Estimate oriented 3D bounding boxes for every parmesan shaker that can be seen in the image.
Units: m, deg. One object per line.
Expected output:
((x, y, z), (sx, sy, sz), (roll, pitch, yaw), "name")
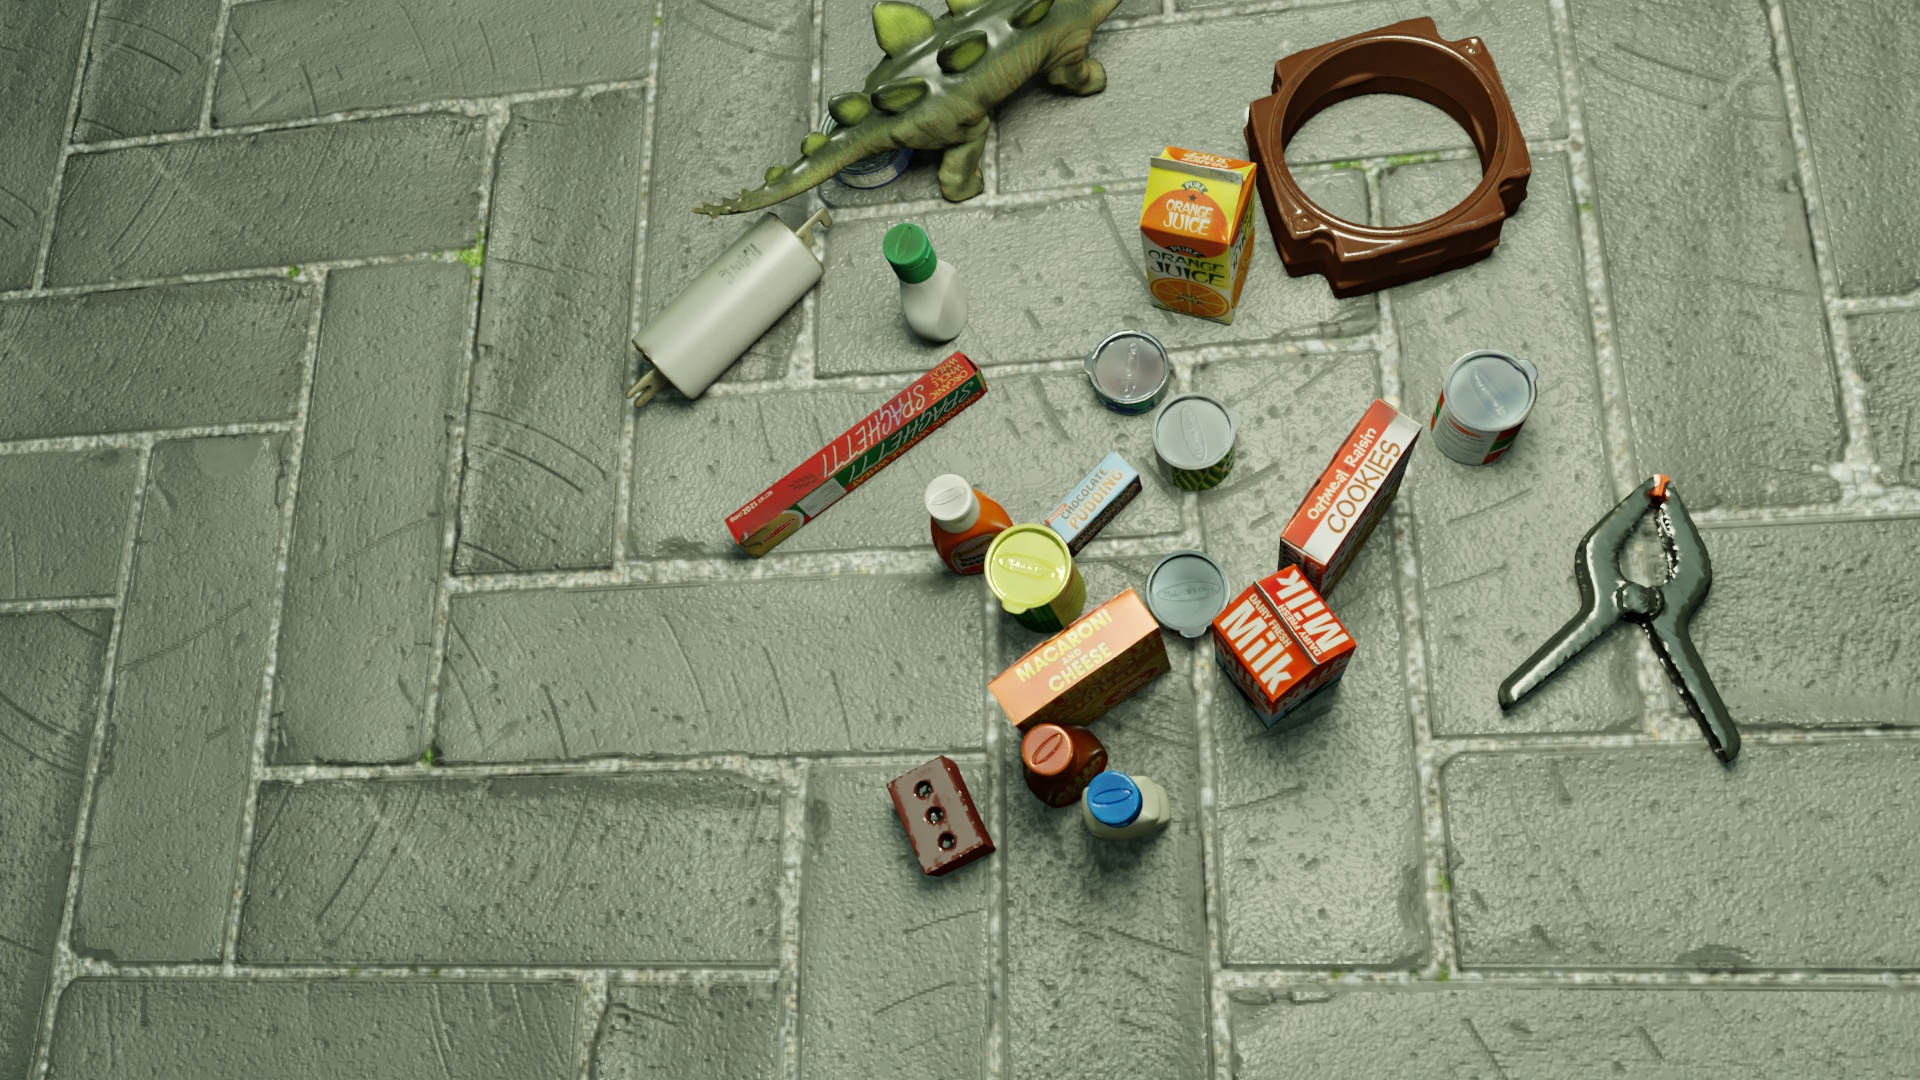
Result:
((0.059, 0.034, 1.093), (0.071, 0.103, 0.071), (-3, 74, 11), "parmesan shaker")

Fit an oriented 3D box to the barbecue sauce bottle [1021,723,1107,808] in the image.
((0.073, 0.163, 1.029), (0.065, 0.148, 0.044), (-45, 71, -3), "barbecue sauce bottle")

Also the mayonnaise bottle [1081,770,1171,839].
((0.118, 0.193, 1.011), (0.065, 0.148, 0.041), (-13, 72, 8), "mayonnaise bottle")

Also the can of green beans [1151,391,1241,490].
((0.189, -0.079, 1.124), (0.071, 0.057, 0.071), (-3, 74, 11), "can of green beans")

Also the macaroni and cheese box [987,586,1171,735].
((0.092, 0.100, 1.034), (0.124, 0.166, 0.040), (-35, 71, 0), "macaroni and cheese box")

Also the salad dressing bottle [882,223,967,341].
((-0.030, -0.215, 1.160), (0.044, 0.147, 0.064), (15, 78, 15), "salad dressing bottle")

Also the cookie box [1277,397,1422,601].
((0.283, -0.020, 1.030), (0.040, 0.167, 0.123), (34, 83, 18), "cookie box")

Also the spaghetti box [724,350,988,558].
((-0.086, -0.073, 1.182), (0.250, 0.050, 0.029), (-36, 71, -1), "spaghetti box")

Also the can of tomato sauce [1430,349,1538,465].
((0.404, -0.103, 1.075), (0.071, 0.083, 0.071), (-3, 74, 11), "can of tomato sauce")

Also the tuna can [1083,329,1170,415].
((0.140, -0.140, 1.165), (0.071, 0.032, 0.071), (-3, 74, 11), "tuna can")

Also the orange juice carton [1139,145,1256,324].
((0.190, -0.249, 1.102), (0.072, 0.192, 0.073), (17, 79, 15), "orange juice carton")

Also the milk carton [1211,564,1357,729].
((0.231, 0.076, 1.000), (0.073, 0.190, 0.072), (-35, 71, 0), "milk carton")

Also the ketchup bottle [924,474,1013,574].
((0.004, -0.014, 1.094), (0.065, 0.148, 0.043), (-24, 71, 4), "ketchup bottle")

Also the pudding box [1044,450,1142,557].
((0.108, -0.030, 1.130), (0.084, 0.049, 0.030), (-44, 71, -3), "pudding box")

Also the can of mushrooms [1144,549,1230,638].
((0.181, 0.045, 1.102), (0.071, 0.033, 0.071), (-3, 74, 11), "can of mushrooms")
